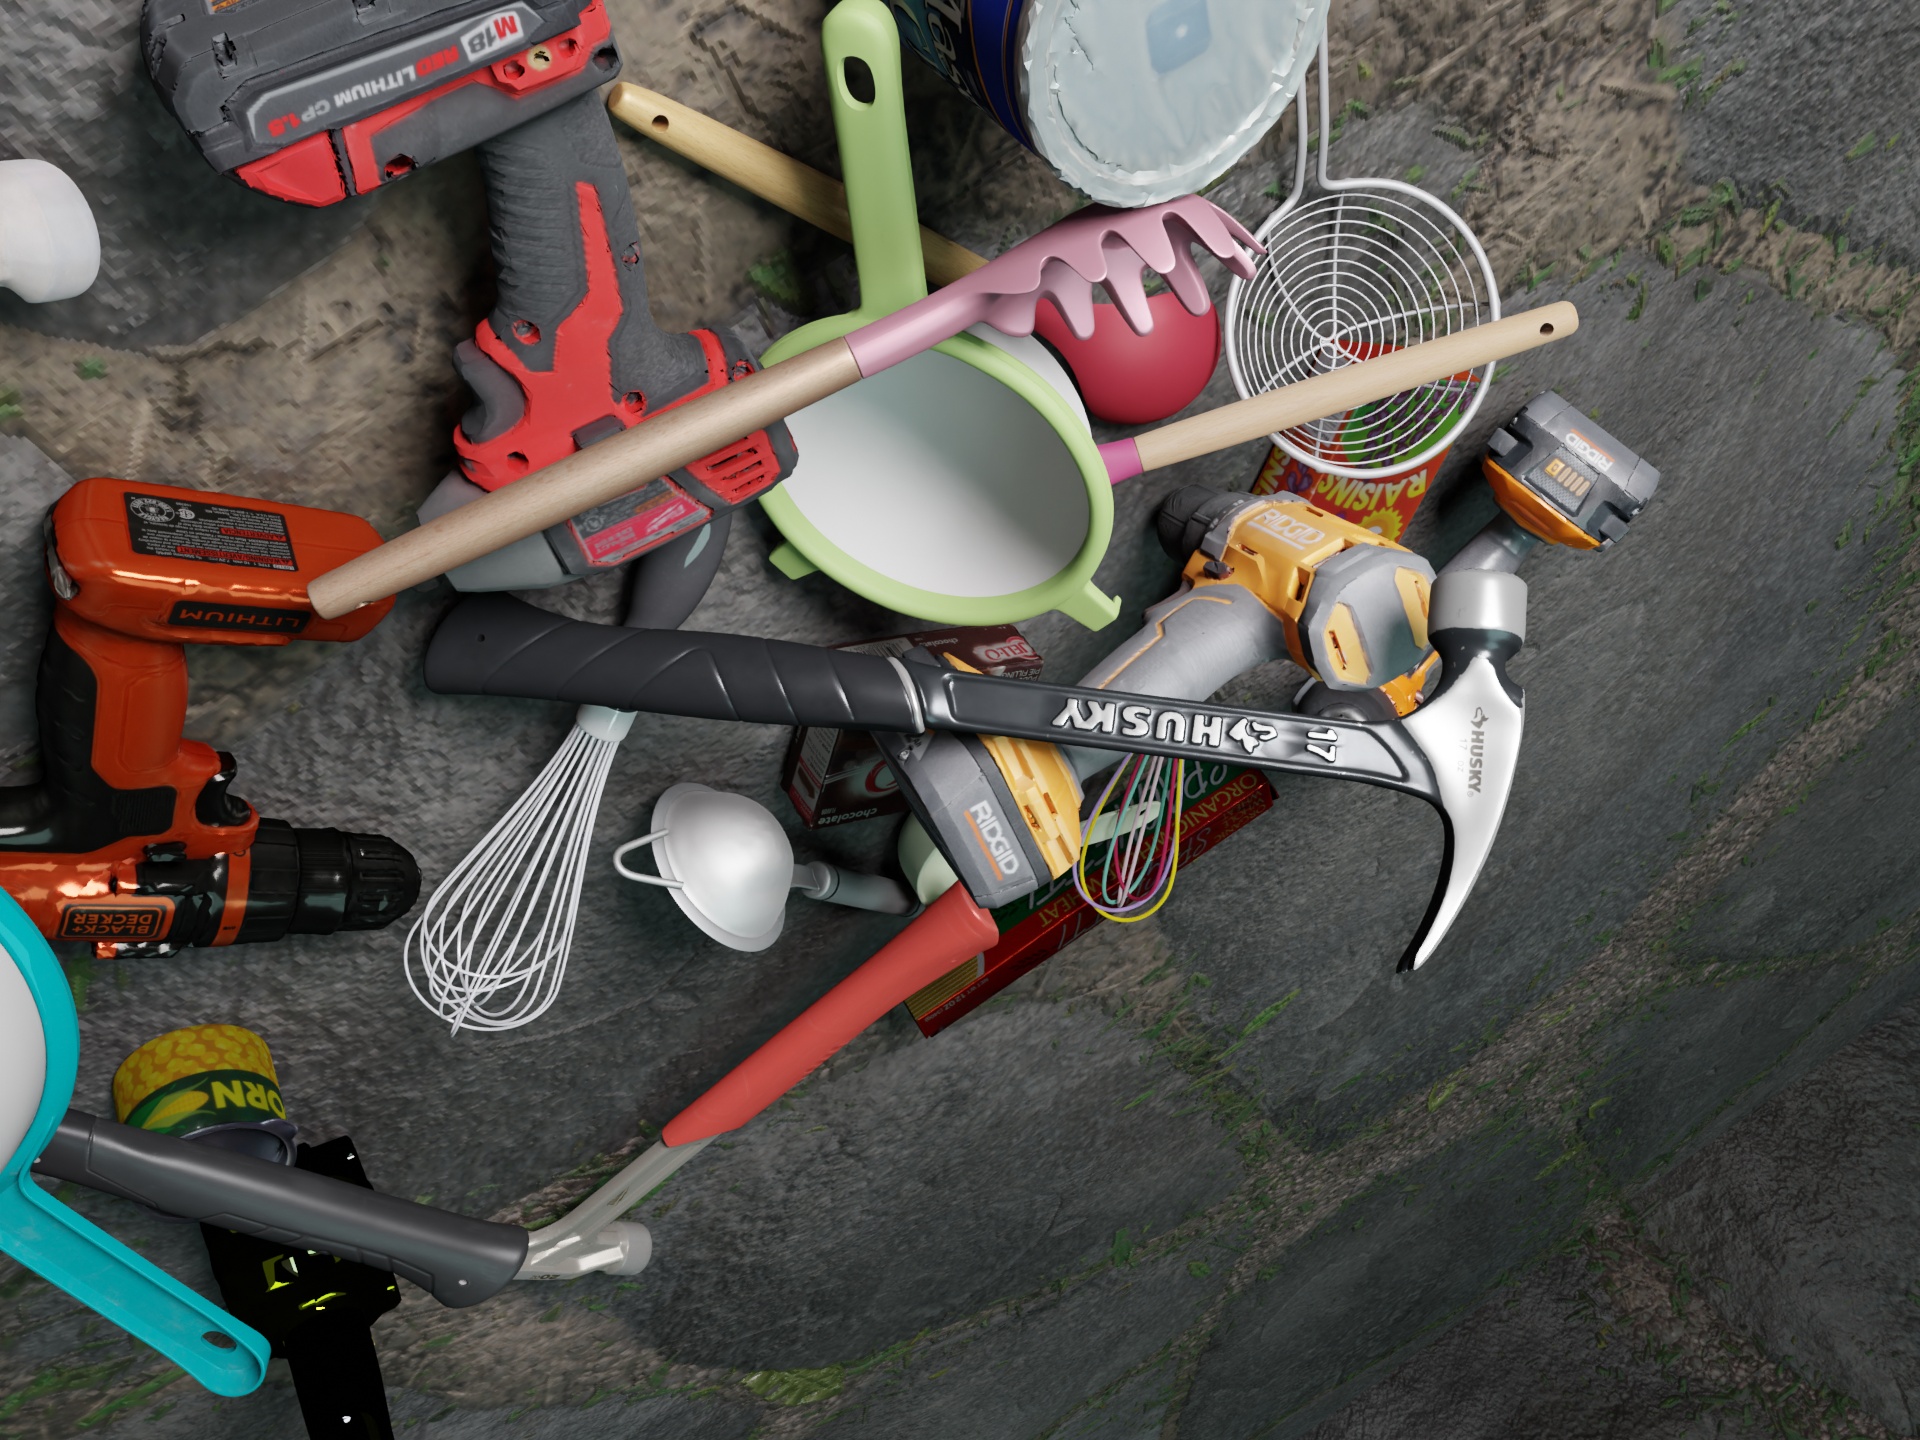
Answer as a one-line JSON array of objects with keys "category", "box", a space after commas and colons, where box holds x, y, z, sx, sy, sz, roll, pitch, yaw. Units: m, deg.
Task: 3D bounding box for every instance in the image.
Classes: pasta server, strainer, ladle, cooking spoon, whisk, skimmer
[{"category": "pasta server", "box": [-0.056, -0.096, 0.502, 0.316, 0.040, 0.060, -25, 176, -2]}, {"category": "strainer", "box": [-0.074, 0.076, 0.790, 0.050, 0.087, 0.258, -29, 157, 18]}, {"category": "ladle", "box": [0.002, -0.176, 0.619, 0.315, 0.031, 0.069, 13, 123, -42]}, {"category": "cooking spoon", "box": [0.100, -0.120, 0.670, 0.319, 0.017, 0.068, -17, 111, 7]}, {"category": "whisk", "box": [0.115, -0.001, 0.839, 0.051, 0.047, 0.245, -4, 118, -40]}, {"category": "whisk", "box": [-0.162, 0.023, 0.676, 0.070, 0.070, 0.284, 10, 118, -43]}, {"category": "strainer", "box": [-0.371, 0.167, 0.533, 0.211, 0.095, 0.340, -34, 119, 7]}, {"category": "strainer", "box": [-0.012, -0.146, 0.584, 0.256, 0.151, 0.069, 82, 25, -48]}, {"category": "skimmer", "box": [0.148, -0.250, 0.598, 0.127, 0.090, 0.362, -25, 141, -5]}]

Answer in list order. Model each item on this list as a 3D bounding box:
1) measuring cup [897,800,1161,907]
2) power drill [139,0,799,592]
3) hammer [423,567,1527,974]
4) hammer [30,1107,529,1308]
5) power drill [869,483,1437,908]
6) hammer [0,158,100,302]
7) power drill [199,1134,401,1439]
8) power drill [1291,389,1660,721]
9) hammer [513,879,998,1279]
[{"category": "measuring cup", "box": [0.039, 0.056, 0.879, 0.167, 0.038, 0.083, -12, 136, -32]}, {"category": "power drill", "box": [-0.146, -0.133, 0.496, 0.143, 0.079, 0.219, -26, 140, -6]}, {"category": "hammer", "box": [-0.001, -0.002, 0.595, 0.409, 0.149, 0.036, 6, 168, 6]}, {"category": "hammer", "box": [-0.328, 0.170, 0.627, 0.334, 0.035, 0.146, 28, 109, -28]}, {"category": "power drill", "box": [0.070, -0.030, 0.701, 0.226, 0.185, 0.084, -30, 118, -6]}, {"category": "hammer", "box": [-0.242, -0.255, 0.303, 0.143, 0.038, 0.386, -36, 151, -53]}, {"category": "power drill", "box": [-0.287, 0.312, 0.733, 0.080, 0.229, 0.190, -17, 138, -23]}, {"category": "power drill", "box": [0.263, -0.063, 0.849, 0.226, 0.084, 0.164, -53, 170, 20]}, {"category": "hammer", "box": [-0.124, 0.202, 0.871, 0.359, 0.037, 0.149, -41, 143, 18]}]
